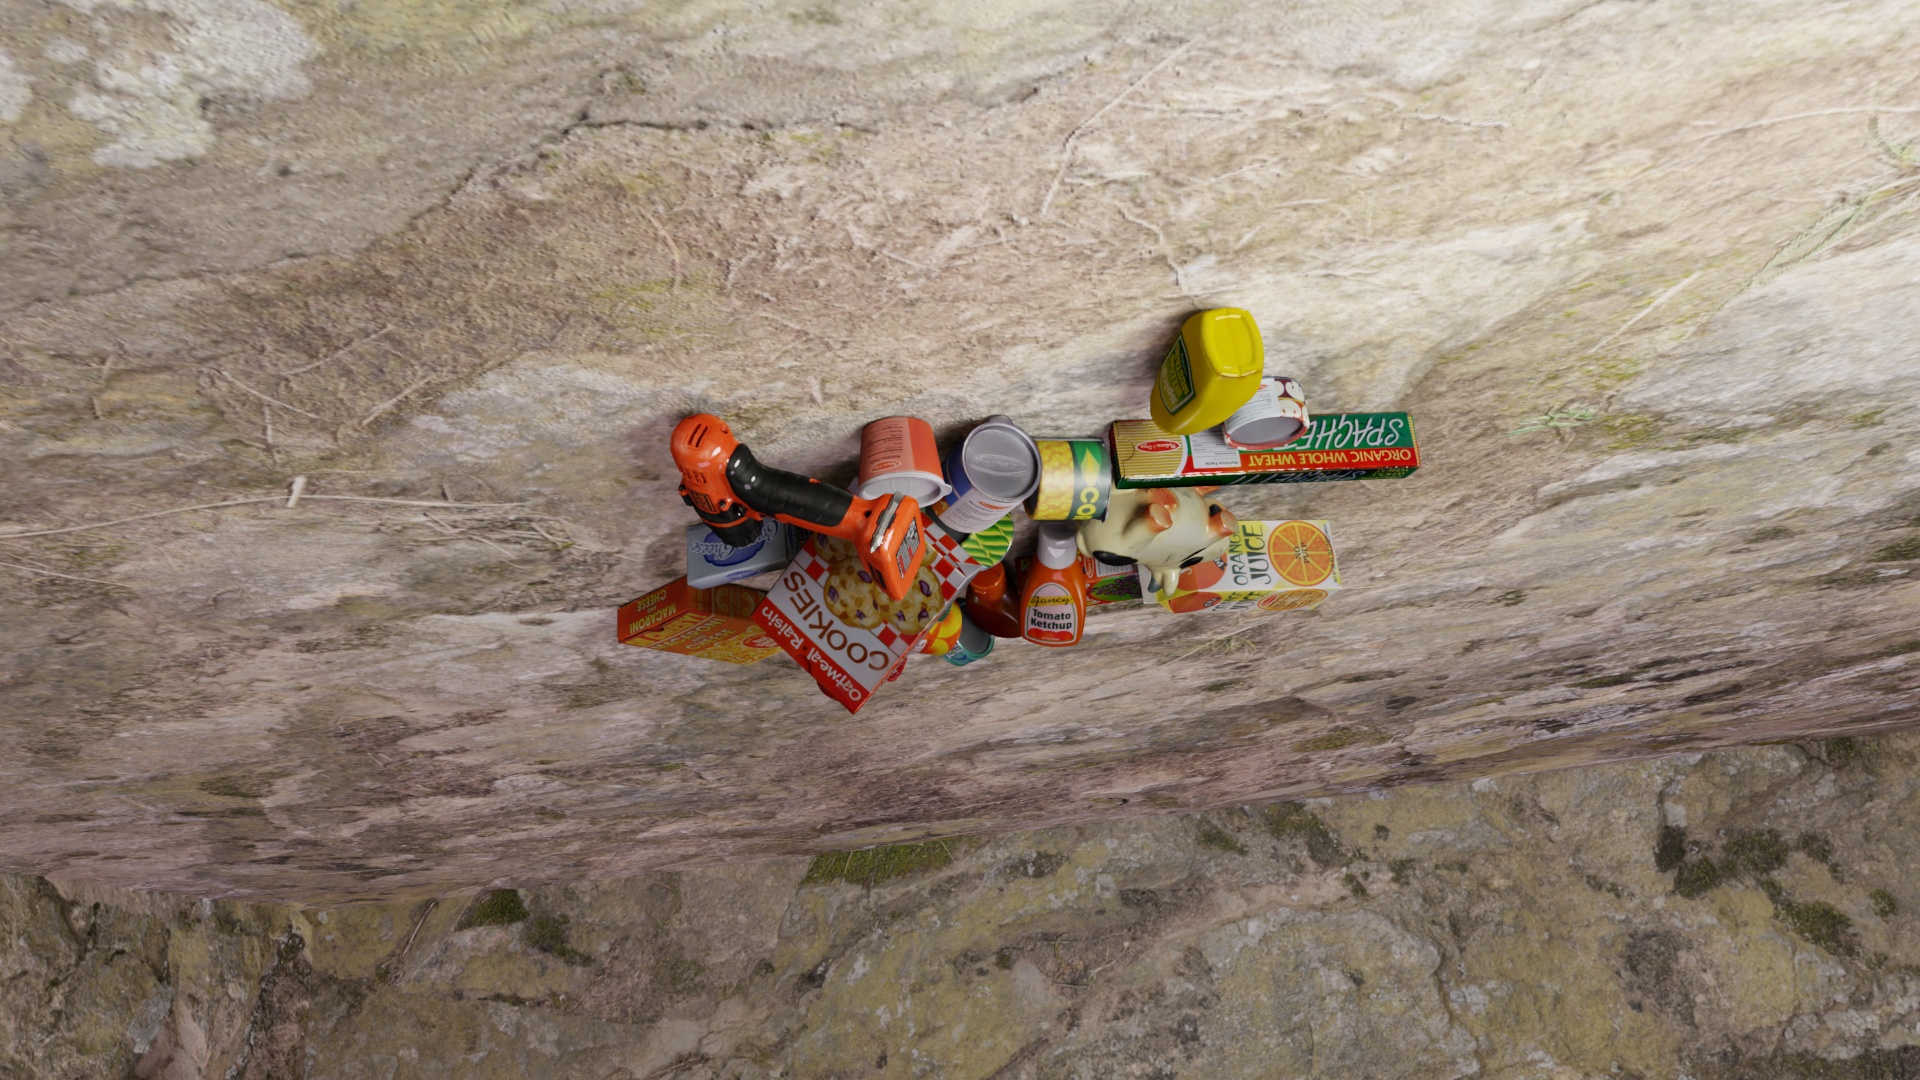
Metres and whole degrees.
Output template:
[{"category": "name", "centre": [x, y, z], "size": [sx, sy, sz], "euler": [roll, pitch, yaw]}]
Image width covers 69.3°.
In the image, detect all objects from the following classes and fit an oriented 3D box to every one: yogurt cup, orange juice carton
[{"category": "yogurt cup", "centre": [-0.047, -0.060, 1.063], "size": [0.072, 0.054, 0.072], "euler": [-5, 159, -2]}, {"category": "orange juice carton", "centre": [0.263, 0.026, 1.350], "size": [0.193, 0.072, 0.072], "euler": [-1, 159, -12]}]

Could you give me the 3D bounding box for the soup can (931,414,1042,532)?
[{"category": "soup can", "centre": [0.018, -0.051, 1.088], "size": [0.071, 0.071, 0.083], "euler": [2, 163, -20]}]

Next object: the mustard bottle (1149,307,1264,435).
[{"category": "mustard bottle", "centre": [0.166, -0.107, 0.979], "size": [0.049, 0.065, 0.159], "euler": [-6, 164, -11]}]

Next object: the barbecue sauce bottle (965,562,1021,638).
[{"category": "barbecue sauce bottle", "centre": [0.034, 0.057, 1.406], "size": [0.065, 0.044, 0.148], "euler": [18, 163, 15]}]

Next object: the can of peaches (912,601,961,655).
[{"category": "can of peaches", "centre": [-0.040, 0.087, 1.437], "size": [0.058, 0.071, 0.071], "euler": [12, 154, -40]}]

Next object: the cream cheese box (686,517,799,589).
[{"category": "cream cheese box", "centre": [-0.190, 0.005, 1.204], "size": [0.103, 0.053, 0.024], "euler": [-13, 159, 21]}]

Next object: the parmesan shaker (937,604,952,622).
[{"category": "parmesan shaker", "centre": [-0.065, 0.042, 1.323], "size": [0.103, 0.071, 0.071], "euler": [3, 158, -24]}]

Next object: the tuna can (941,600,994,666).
[{"category": "tuna can", "centre": [0.002, 0.100, 1.486], "size": [0.071, 0.071, 0.032], "euler": [14, 150, -42]}]

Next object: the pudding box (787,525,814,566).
[{"category": "pudding box", "centre": [-0.111, 0.002, 1.221], "size": [0.084, 0.050, 0.030], "euler": [-2, 161, -7]}]

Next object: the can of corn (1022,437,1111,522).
[{"category": "can of corn", "centre": [0.083, -0.047, 1.107], "size": [0.058, 0.071, 0.071], "euler": [0, 159, -11]}]

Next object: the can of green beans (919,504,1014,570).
[{"category": "can of green beans", "centre": [0.004, -0.013, 1.186], "size": [0.071, 0.071, 0.058], "euler": [-16, 156, 27]}]

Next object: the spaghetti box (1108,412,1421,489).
[{"category": "spaghetti box", "centre": [0.244, -0.072, 1.111], "size": [0.250, 0.050, 0.028], "euler": [-2, 161, -9]}]

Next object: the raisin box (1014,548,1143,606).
[{"category": "raisin box", "centre": [0.123, 0.038, 1.394], "size": [0.123, 0.040, 0.086], "euler": [-9, 160, 12]}]

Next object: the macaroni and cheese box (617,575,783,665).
[{"category": "macaroni and cheese box", "centre": [-0.247, 0.085, 1.424], "size": [0.123, 0.040, 0.166], "euler": [-24, 153, 38]}]

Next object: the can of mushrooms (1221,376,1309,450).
[{"category": "can of mushrooms", "centre": [0.234, -0.096, 1.067], "size": [0.071, 0.033, 0.070], "euler": [-5, 159, -2]}]

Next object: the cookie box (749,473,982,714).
[{"category": "cookie box", "centre": [-0.081, 0.043, 1.145], "size": [0.166, 0.123, 0.040], "euler": [-50, 173, 24]}]

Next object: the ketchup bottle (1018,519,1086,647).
[{"category": "ketchup bottle", "centre": [0.089, 0.038, 1.313], "size": [0.065, 0.044, 0.148], "euler": [6, 136, 5]}]
